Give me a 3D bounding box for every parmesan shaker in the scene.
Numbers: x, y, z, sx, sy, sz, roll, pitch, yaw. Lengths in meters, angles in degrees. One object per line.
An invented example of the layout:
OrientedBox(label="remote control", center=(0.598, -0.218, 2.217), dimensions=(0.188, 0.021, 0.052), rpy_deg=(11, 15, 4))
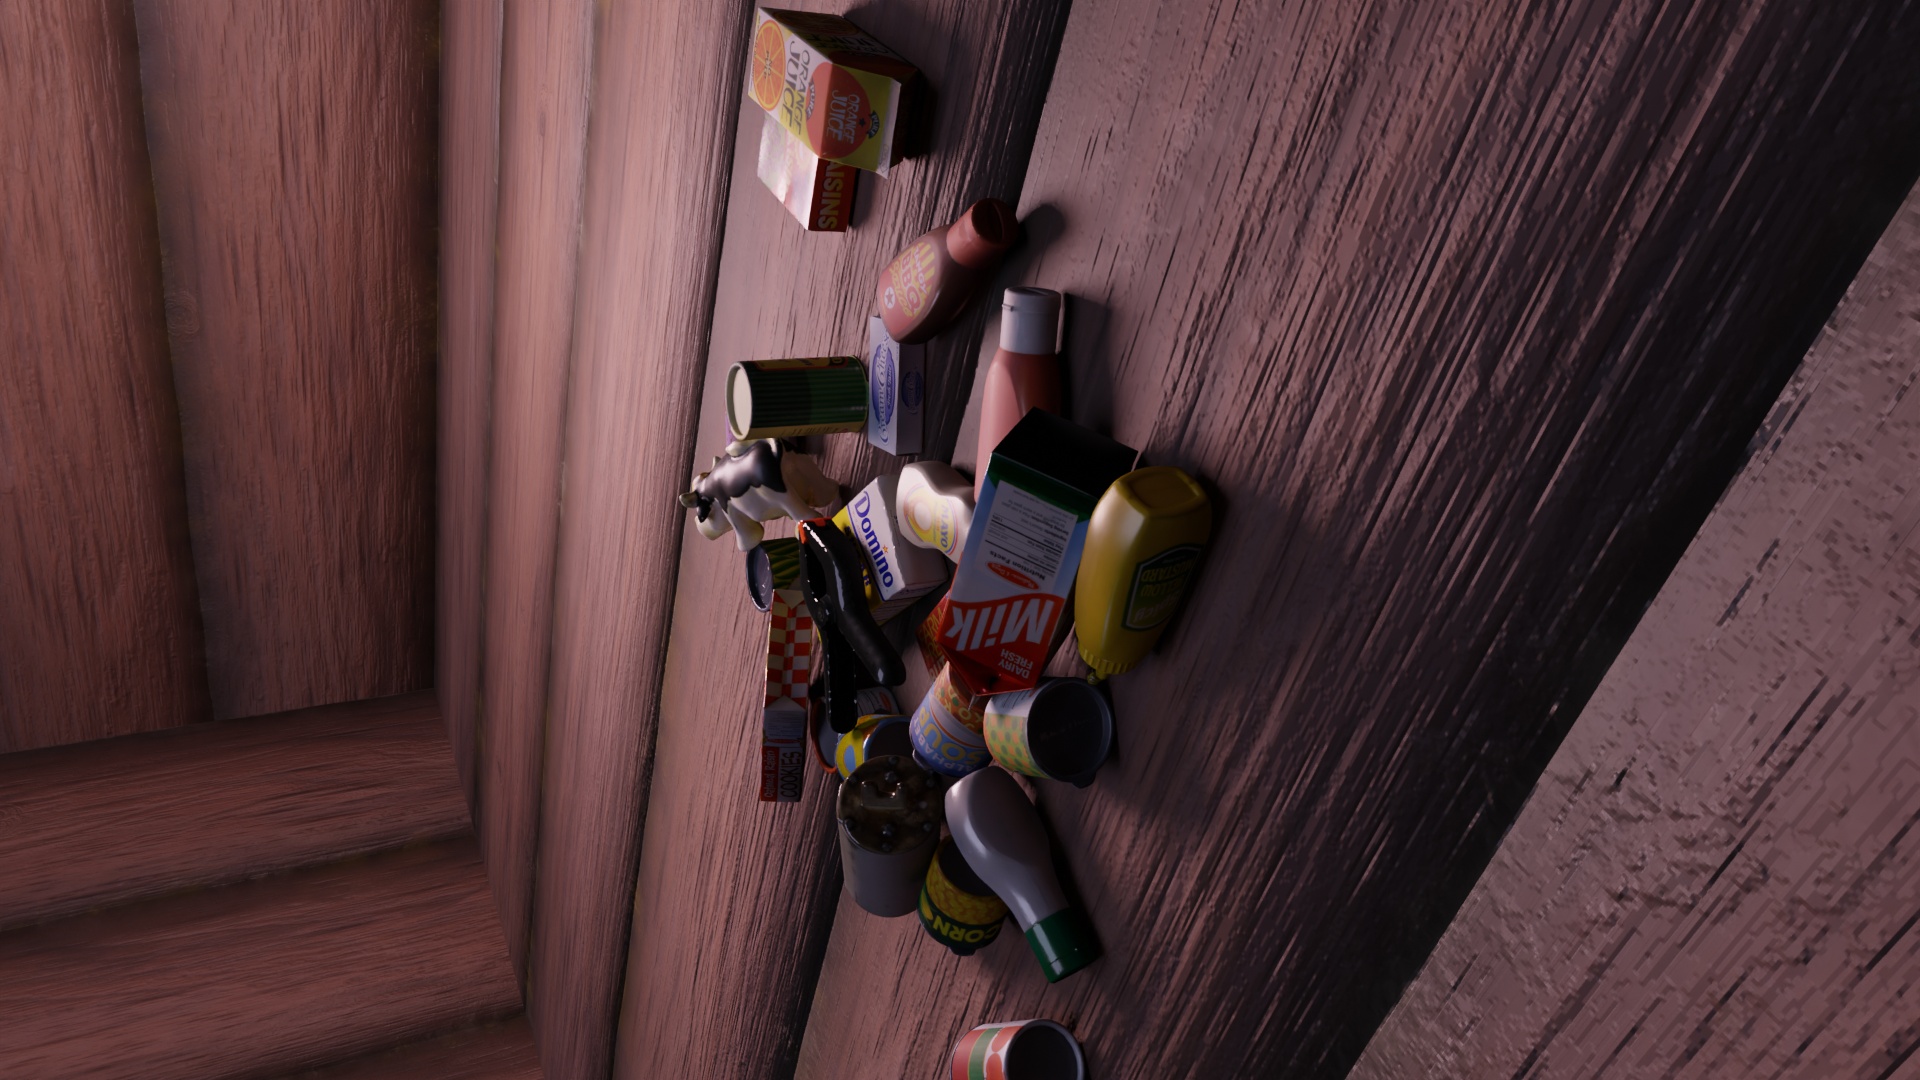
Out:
OrientedBox(label="parmesan shaker", center=(-0.135, -0.119, 1.153), dimensions=(0.071, 0.103, 0.071), rpy_deg=(19, 112, 58))

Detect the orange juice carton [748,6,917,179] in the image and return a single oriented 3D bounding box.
OrientedBox(label="orange juice carton", center=(-0.092, -0.343, 1.060), dimensions=(0.193, 0.073, 0.071), rpy_deg=(49, 136, 45))

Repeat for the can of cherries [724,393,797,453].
OrientedBox(label="can of cherries", center=(-0.185, -0.109, 1.284), dimensions=(0.071, 0.072, 0.058), rpy_deg=(16, 110, 59))

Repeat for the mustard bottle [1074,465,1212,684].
OrientedBox(label="mustard bottle", center=(0.099, 0.031, 0.810), dimensions=(0.049, 0.065, 0.159), rpy_deg=(53, 145, 38))

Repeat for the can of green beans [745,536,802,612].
OrientedBox(label="can of green beans", center=(-0.158, 0.030, 1.273), dimensions=(0.071, 0.058, 0.071), rpy_deg=(20, 113, 58))

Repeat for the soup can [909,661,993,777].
OrientedBox(label="soup can", center=(0.006, 0.121, 0.982), dimensions=(0.071, 0.071, 0.083), rpy_deg=(65, 146, 29))

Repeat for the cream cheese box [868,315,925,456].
OrientedBox(label="cream cheese box", center=(-0.050, -0.121, 1.082), dimensions=(0.053, 0.024, 0.103), rpy_deg=(27, 119, 58))

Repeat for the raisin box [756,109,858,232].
OrientedBox(label="raisin box", center=(-0.128, -0.322, 1.165), dimensions=(0.124, 0.040, 0.085), rpy_deg=(51, 137, 46))

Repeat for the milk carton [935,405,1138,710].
OrientedBox(label="milk carton", center=(0.041, 0.021, 0.871), dimensions=(0.073, 0.073, 0.189), rpy_deg=(25, 126, 12))

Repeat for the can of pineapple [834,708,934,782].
OrientedBox(label="can of pineapple", center=(-0.060, 0.171, 1.118), dimensions=(0.057, 0.071, 0.071), rpy_deg=(-12, 86, 61))

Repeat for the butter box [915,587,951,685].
OrientedBox(label="butter box", center=(0.001, 0.068, 1.029), dimensions=(0.103, 0.024, 0.053), rpy_deg=(-52, 52, 52))

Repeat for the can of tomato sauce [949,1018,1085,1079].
OrientedBox(label="can of tomato sauce", center=(0.040, 0.375, 0.978), dimensions=(0.082, 0.071, 0.071), rpy_deg=(-38, 63, 56))

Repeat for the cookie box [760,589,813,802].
OrientedBox(label="cookie box", center=(-0.154, 0.142, 1.239), dimensions=(0.166, 0.040, 0.123), rpy_deg=(102, 169, -51))

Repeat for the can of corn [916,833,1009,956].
OrientedBox(label="can of corn", center=(0.006, 0.256, 1.013), dimensions=(0.071, 0.071, 0.058), rpy_deg=(55, 140, 41))

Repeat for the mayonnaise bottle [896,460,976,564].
OrientedBox(label="mayonnaise bottle", center=(0.004, -0.012, 0.989), dimensions=(0.148, 0.041, 0.064), rpy_deg=(29, 121, 56))

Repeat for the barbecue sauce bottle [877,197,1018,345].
OrientedBox(label="barbecue sauce bottle", center=(-0.010, -0.191, 0.974), dimensions=(0.148, 0.044, 0.065), rpy_deg=(-28, 70, 59))

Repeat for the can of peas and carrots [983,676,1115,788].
OrientedBox(label="can of peas and carrots", center=(0.057, 0.123, 0.897), dimensions=(0.058, 0.071, 0.071), rpy_deg=(-8, 89, 62))

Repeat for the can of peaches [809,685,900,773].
OrientedBox(label="can of peaches", center=(-0.090, 0.162, 1.177), dimensions=(0.071, 0.058, 0.071), rpy_deg=(19, 112, 58))

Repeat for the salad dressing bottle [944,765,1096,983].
OrientedBox(label="salad dressing bottle", center=(0.042, 0.229, 0.956), dimensions=(0.043, 0.064, 0.148), rpy_deg=(-51, 59, 40))

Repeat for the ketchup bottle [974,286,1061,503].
OrientedBox(label="ketchup bottle", center=(0.040, -0.089, 0.906), dimensions=(0.065, 0.044, 0.148), rpy_deg=(33, 124, 53))
